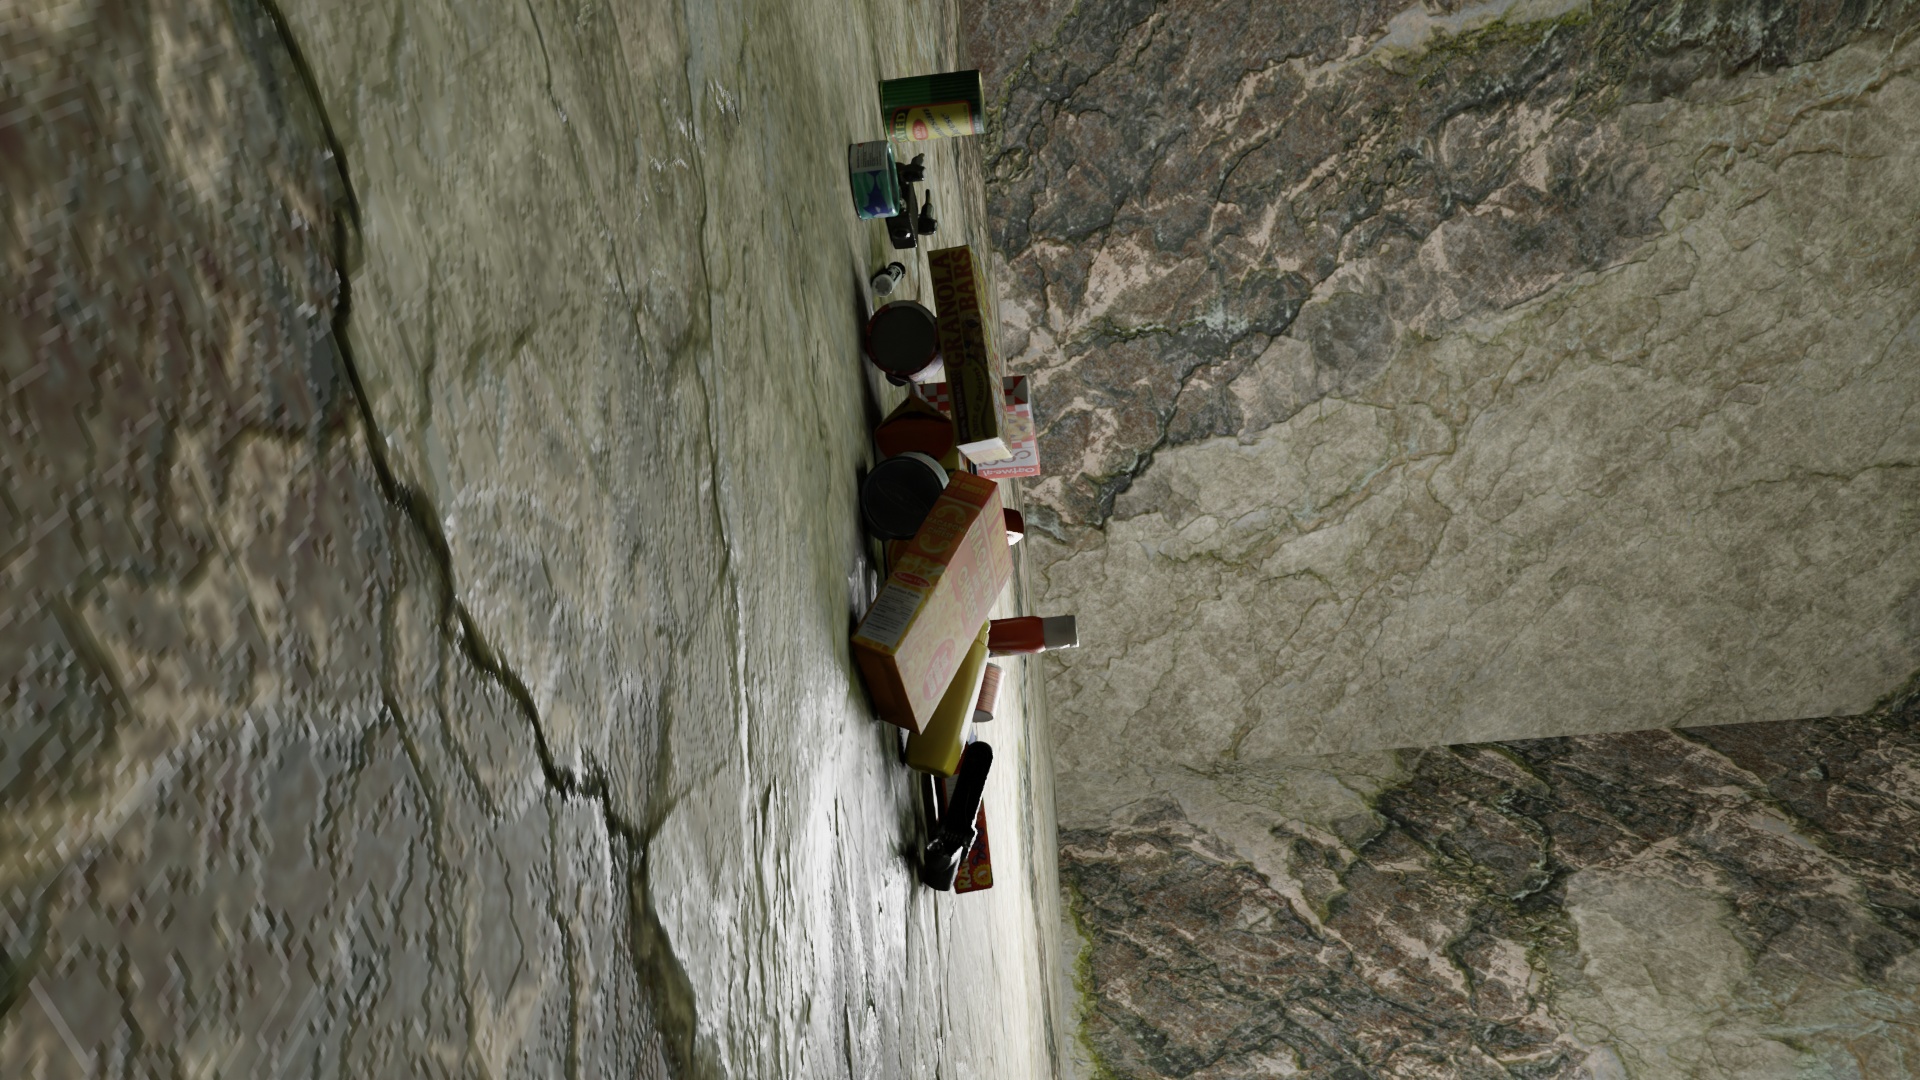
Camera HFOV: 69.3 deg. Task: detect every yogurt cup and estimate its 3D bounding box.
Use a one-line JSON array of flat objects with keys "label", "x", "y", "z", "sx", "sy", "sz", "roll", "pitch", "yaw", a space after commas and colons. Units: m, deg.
[{"label": "yogurt cup", "x": 0.012, "y": 0.164, "z": 1.501, "sx": 0.072, "sy": 0.072, "sz": 0.054, "roll": 73, "pitch": 21, "yaw": -65}]

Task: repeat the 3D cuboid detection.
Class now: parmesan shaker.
[{"label": "parmesan shaker", "x": -0.028, "y": -0.456, "z": 1.453, "sx": 0.071, "sy": 0.103, "sz": 0.071, "roll": -9, "pitch": 94, "yaw": -84}]

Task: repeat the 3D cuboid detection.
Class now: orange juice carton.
[{"label": "orange juice carton", "x": -0.030, "y": -0.042, "z": 1.206, "sx": 0.072, "sy": 0.073, "sz": 0.192, "roll": -13, "pitch": 98, "yaw": -84}]

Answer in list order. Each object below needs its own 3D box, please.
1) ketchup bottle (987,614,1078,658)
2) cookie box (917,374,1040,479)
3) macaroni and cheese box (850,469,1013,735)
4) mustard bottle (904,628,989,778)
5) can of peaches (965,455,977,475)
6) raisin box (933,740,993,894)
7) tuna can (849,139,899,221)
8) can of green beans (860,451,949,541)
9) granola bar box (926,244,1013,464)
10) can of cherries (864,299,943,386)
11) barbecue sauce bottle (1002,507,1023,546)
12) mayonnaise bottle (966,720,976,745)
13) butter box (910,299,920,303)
[{"label": "ketchup bottle", "x": 0.057, "y": 0.108, "z": 1.564, "sx": 0.064, "sy": 0.149, "sz": 0.043, "roll": 60, "pitch": 24, "yaw": -78}, {"label": "cookie box", "x": 0.020, "y": -0.120, "z": 1.522, "sx": 0.166, "sy": 0.123, "sz": 0.040, "roll": 73, "pitch": 14, "yaw": -65}, {"label": "macaroni and cheese box", "x": -0.018, "y": 0.047, "z": 1.064, "sx": 0.167, "sy": 0.040, "sz": 0.123, "roll": -59, "pitch": 156, "yaw": -29}, {"label": "mustard bottle", "x": -0.007, "y": 0.123, "z": 1.204, "sx": 0.065, "sy": 0.049, "sz": 0.161, "roll": 85, "pitch": 20, "yaw": -70}, {"label": "can of peaches", "x": -0.012, "y": -0.066, "z": 1.483, "sx": 0.071, "sy": 0.058, "sz": 0.071, "roll": -8, "pitch": 93, "yaw": -84}, {"label": "raisin box", "x": 0.001, "y": 0.261, "z": 1.325, "sx": 0.086, "sy": 0.040, "sz": 0.123, "roll": -131, "pitch": -146, "yaw": -75}, {"label": "tuna can", "x": -0.074, "y": -0.312, "z": 1.213, "sx": 0.071, "sy": 0.033, "sz": 0.071, "roll": -9, "pitch": 93, "yaw": -84}, {"label": "can of green beans", "x": -0.043, "y": -0.036, "z": 1.106, "sx": 0.058, "sy": 0.071, "sz": 0.071, "roll": -59, "pitch": 143, "yaw": -82}, {"label": "granola bar box", "x": 0.010, "y": -0.156, "z": 1.188, "sx": 0.124, "sy": 0.039, "sz": 0.165, "roll": 30, "pitch": 51, "yaw": -81}, {"label": "can of cherries", "x": -0.046, "y": -0.169, "z": 1.200, "sx": 0.058, "sy": 0.071, "sz": 0.071, "roll": -11, "pitch": 96, "yaw": -84}, {"label": "barbecue sauce bottle", "x": 0.005, "y": -0.018, "z": 1.431, "sx": 0.148, "sy": 0.065, "sz": 0.044, "roll": 10, "pitch": 68, "yaw": -59}, {"label": "mayonnaise bottle", "x": -0.010, "y": 0.169, "z": 1.380, "sx": 0.147, "sy": 0.041, "sz": 0.065, "roll": 79, "pitch": 9, "yaw": -53}, {"label": "butter box", "x": -0.053, "y": -0.208, "z": 1.374, "sx": 0.104, "sy": 0.024, "sz": 0.053, "roll": -73, "pitch": 156, "yaw": -76}]
